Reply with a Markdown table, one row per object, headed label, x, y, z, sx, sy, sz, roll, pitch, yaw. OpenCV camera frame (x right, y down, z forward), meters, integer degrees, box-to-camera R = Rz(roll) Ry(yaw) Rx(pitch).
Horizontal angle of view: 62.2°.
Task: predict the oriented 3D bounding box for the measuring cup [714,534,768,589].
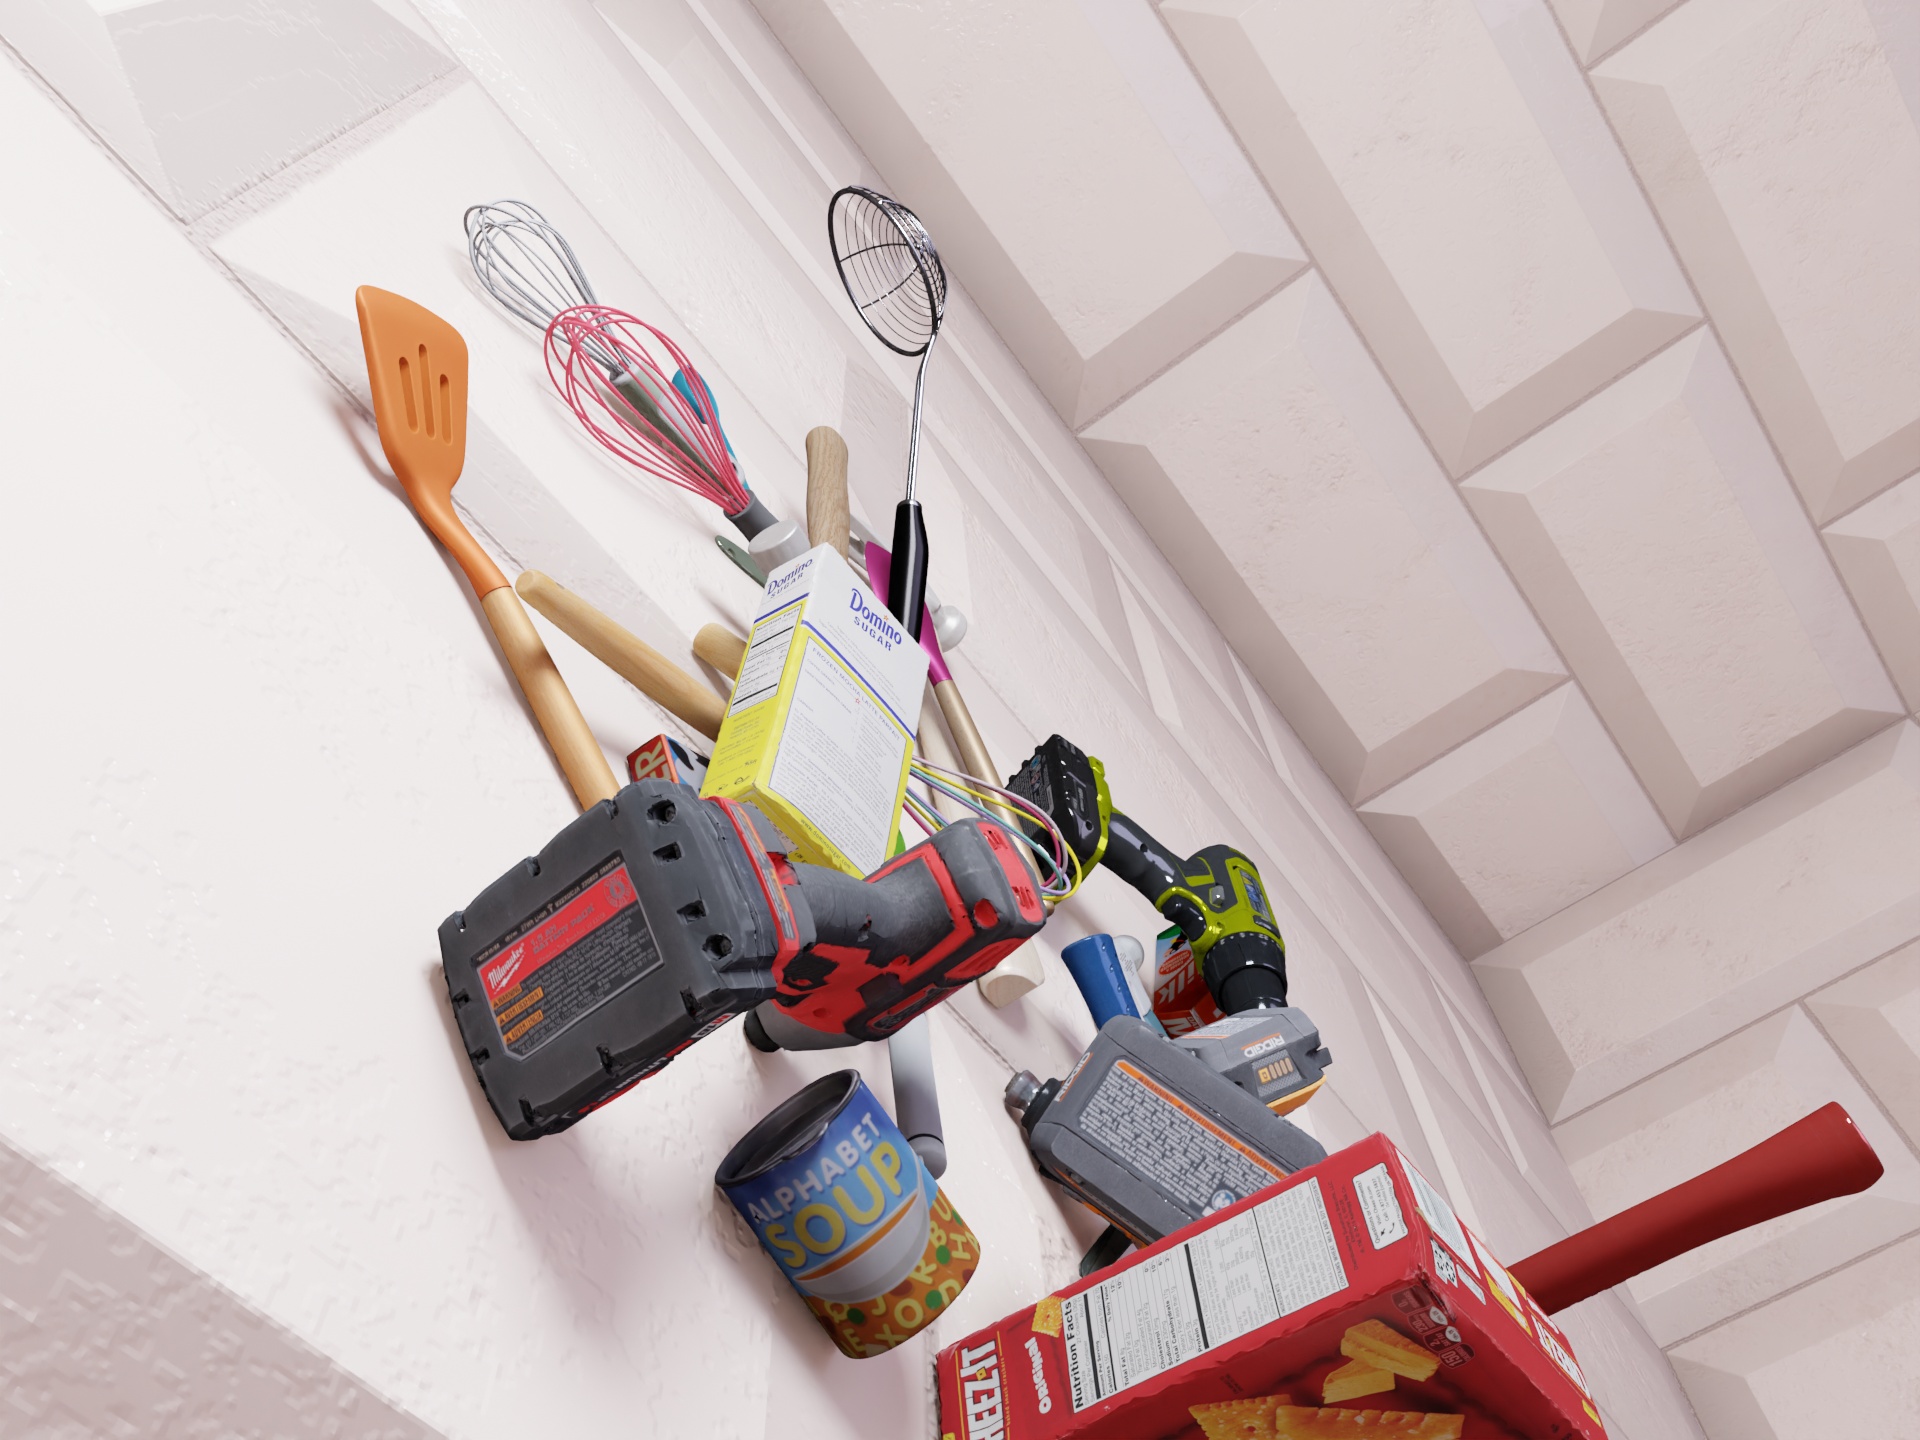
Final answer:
| label | x | y | z | sx | sy | sz | roll | pitch | yaw |
| --- | --- | --- | --- | --- | --- | --- | --- | --- | --- |
| measuring cup | -0.100 | -0.049 | 0.953 | 0.167 | 0.038 | 0.083 | 42 | 20 | -35 |

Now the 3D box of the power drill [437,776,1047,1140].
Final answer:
| label | x | y | z | sx | sy | sz | roll | pitch | yaw |
| --- | --- | --- | --- | --- | --- | --- | --- | --- | --- |
| power drill | -0.073 | 0.088 | 0.588 | 0.219 | 0.143 | 0.079 | 11 | 48 | -60 |

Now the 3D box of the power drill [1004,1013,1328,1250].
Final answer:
| label | x | y | z | sx | sy | sz | roll | pitch | yaw |
| --- | --- | --- | --- | --- | --- | --- | --- | --- | --- |
| power drill | 0.089 | 0.213 | 0.777 | 0.164 | 0.084 | 0.226 | 33 | -15 | 15 |

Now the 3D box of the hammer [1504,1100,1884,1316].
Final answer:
| label | x | y | z | sx | sy | sz | roll | pitch | yaw |
| --- | --- | --- | --- | --- | --- | --- | --- | --- | --- |
| hammer | 0.245 | 0.270 | 0.740 | 0.149 | 0.359 | 0.037 | 47 | 17 | -38 |

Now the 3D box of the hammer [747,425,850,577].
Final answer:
| label | x | y | z | sx | sy | sz | roll | pitch | yaw |
| --- | --- | --- | --- | --- | --- | --- | --- | --- | --- |
| hammer | -0.080 | -0.115 | 0.985 | 0.130 | 0.031 | 0.332 | 60 | 10 | -26 |

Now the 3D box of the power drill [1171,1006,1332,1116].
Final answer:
| label | x | y | z | sx | sy | sz | roll | pitch | yaw |
| --- | --- | --- | --- | --- | --- | --- | --- | --- | --- |
| power drill | 0.212 | 0.293 | 0.967 | 0.185 | 0.084 | 0.226 | 127 | -58 | -76 |

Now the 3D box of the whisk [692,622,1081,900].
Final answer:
| label | x | y | z | sx | sy | sz | roll | pitch | yaw |
| --- | --- | --- | --- | --- | --- | --- | --- | --- | --- |
| whisk | -0.039 | 0.021 | 0.849 | 0.245 | 0.047 | 0.051 | 34 | -20 | 7 |

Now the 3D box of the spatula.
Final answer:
| label | x | y | z | sx | sy | sz | roll | pitch | yaw |
| --- | --- | --- | --- | --- | --- | --- | --- | --- | --- |
| spatula | -0.180 | -0.038 | 0.679 | 0.323 | 0.041 | 0.081 | 60 | 12 | 10 |

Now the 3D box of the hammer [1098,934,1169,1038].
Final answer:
| label | x | y | z | sx | sy | sz | roll | pitch | yaw |
| --- | --- | --- | --- | --- | --- | --- | --- | --- | --- |
| hammer | 0.186 | 0.304 | 1.106 | 0.331 | 0.033 | 0.128 | 58 | 15 | 6 |

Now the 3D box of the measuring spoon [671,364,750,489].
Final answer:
| label | x | y | z | sx | sy | sz | roll | pitch | yaw |
| --- | --- | --- | --- | --- | --- | --- | --- | --- | --- |
| measuring spoon | -0.164 | -0.175 | 1.062 | 0.128 | 0.021 | 0.042 | 66 | 15 | 2 |

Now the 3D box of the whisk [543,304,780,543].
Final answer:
| label | x | y | z | sx | sy | sz | roll | pitch | yaw |
| --- | --- | --- | --- | --- | --- | --- | --- | --- | --- |
| whisk | -0.146 | -0.144 | 0.965 | 0.295 | 0.073 | 0.073 | 48 | 17 | -44 |

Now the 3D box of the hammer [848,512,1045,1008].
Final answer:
| label | x | y | z | sx | sy | sz | roll | pitch | yaw |
| --- | --- | --- | --- | --- | --- | --- | --- | --- | --- |
| hammer | -0.016 | 0.017 | 1.072 | 0.146 | 0.038 | 0.411 | 42 | 21 | -38 |

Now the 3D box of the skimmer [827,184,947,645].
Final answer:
| label | x | y | z | sx | sy | sz | roll | pitch | yaw |
| --- | --- | --- | --- | --- | --- | --- | --- | --- | --- |
| skimmer | -0.061 | -0.203 | 1.104 | 0.127 | 0.090 | 0.364 | 118 | -23 | -66 |

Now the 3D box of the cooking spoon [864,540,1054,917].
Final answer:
| label | x | y | z | sx | sy | sz | roll | pitch | yaw |
| --- | --- | --- | --- | --- | --- | --- | --- | --- | --- |
| cooking spoon | -0.002 | -0.003 | 1.056 | 0.068 | 0.017 | 0.319 | 28 | 31 | -50 |

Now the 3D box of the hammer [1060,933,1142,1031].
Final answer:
| label | x | y | z | sx | sy | sz | roll | pitch | yaw |
| --- | --- | --- | --- | --- | --- | --- | --- | --- | --- |
| hammer | 0.151 | 0.315 | 0.922 | 0.144 | 0.035 | 0.406 | 27 | 38 | -61 |

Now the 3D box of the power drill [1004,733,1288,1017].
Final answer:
| label | x | y | z | sx | sy | sz | roll | pitch | yaw |
| --- | --- | --- | --- | --- | --- | --- | --- | --- | --- |
| power drill | 0.138 | 0.123 | 1.127 | 0.228 | 0.080 | 0.191 | 33 | 23 | -18 |

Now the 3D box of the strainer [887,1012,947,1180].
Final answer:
| label | x | y | z | sx | sy | sz | roll | pitch | yaw |
| --- | --- | --- | --- | --- | --- | --- | --- | --- | --- |
| strainer | -0.024 | 0.134 | 0.744 | 0.259 | 0.050 | 0.086 | -104 | 180 | -63 |

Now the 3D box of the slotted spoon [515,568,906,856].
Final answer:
| label | x | y | z | sx | sy | sz | roll | pitch | yaw |
| --- | --- | --- | --- | --- | --- | --- | --- | --- | --- |
| slotted spoon | -0.106 | 0.009 | 0.770 | 0.070 | 0.031 | 0.313 | 43 | 0 | 38 |

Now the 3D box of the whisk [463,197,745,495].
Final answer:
| label | x | y | z | sx | sy | sz | roll | pitch | yaw |
| --- | --- | --- | --- | --- | --- | --- | --- | --- | --- |
| whisk | -0.206 | -0.216 | 0.954 | 0.246 | 0.059 | 0.058 | 47 | 56 | -44 |
